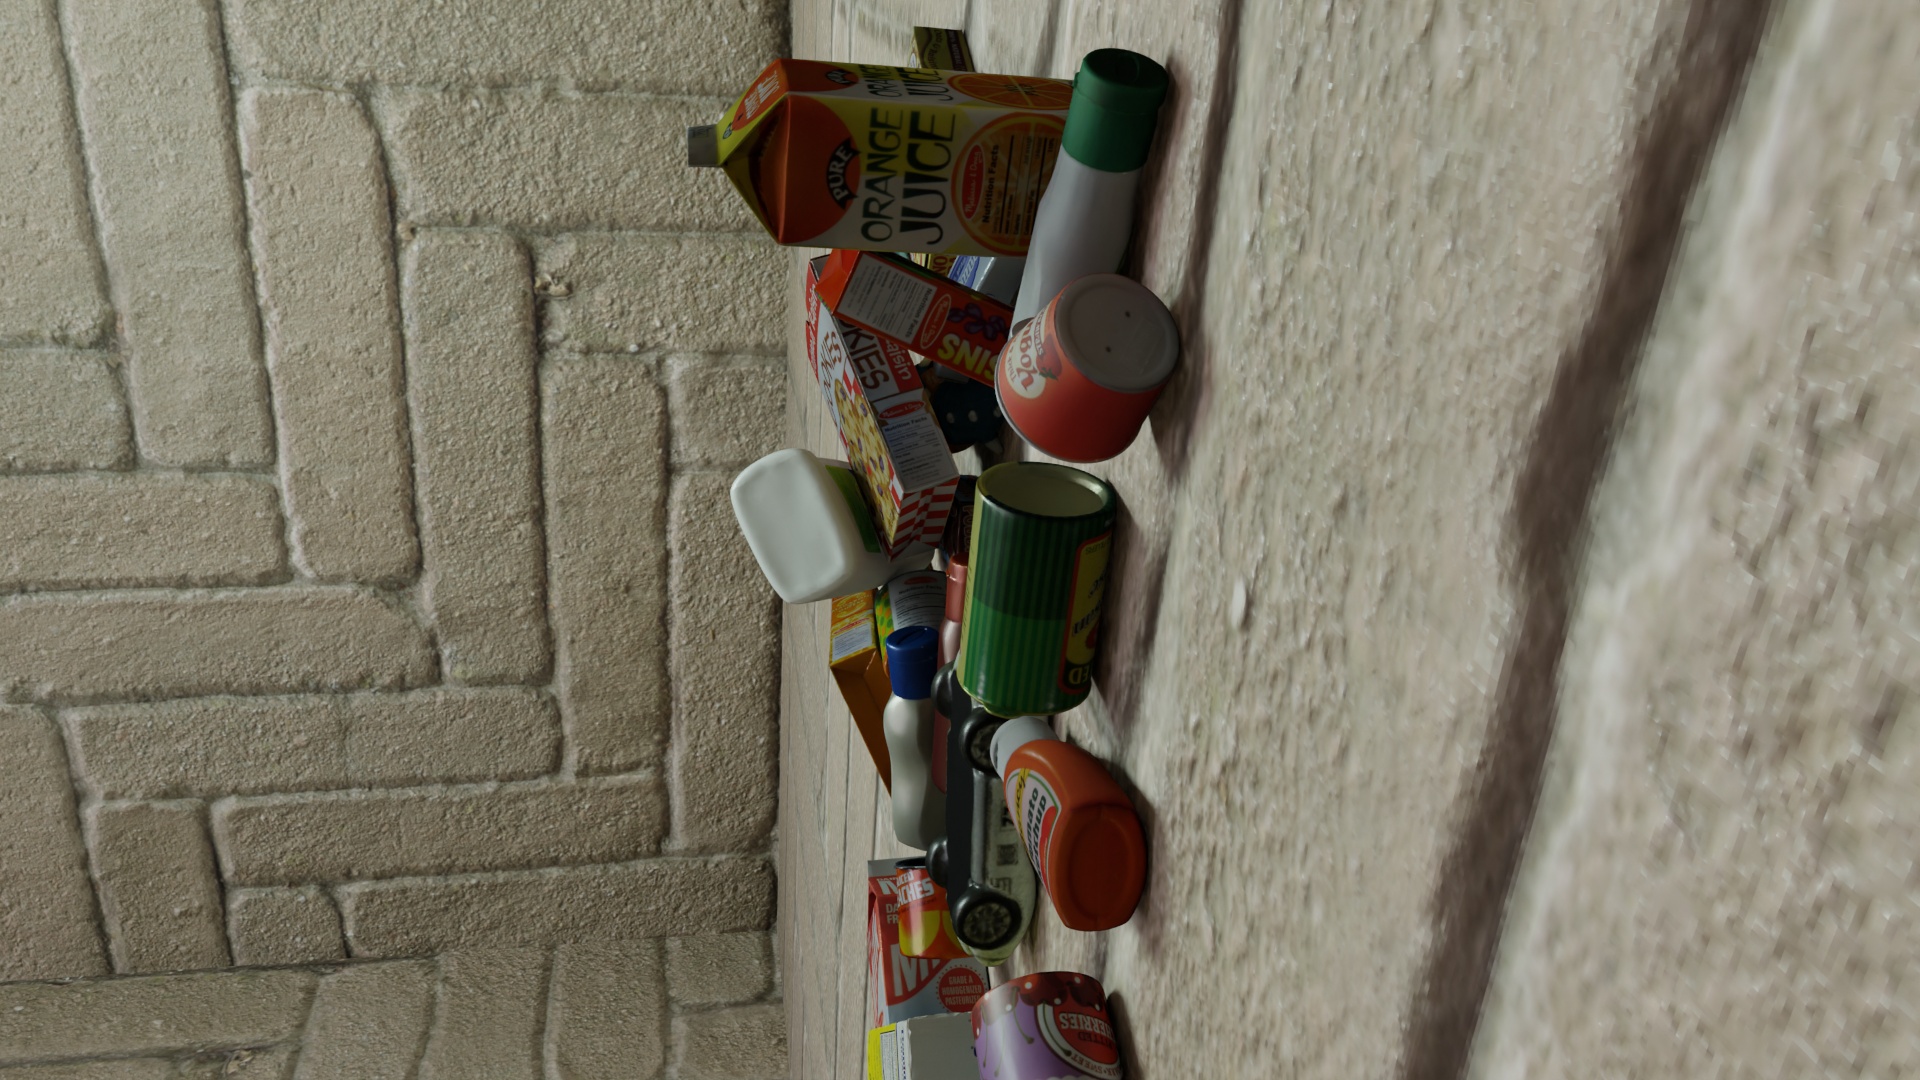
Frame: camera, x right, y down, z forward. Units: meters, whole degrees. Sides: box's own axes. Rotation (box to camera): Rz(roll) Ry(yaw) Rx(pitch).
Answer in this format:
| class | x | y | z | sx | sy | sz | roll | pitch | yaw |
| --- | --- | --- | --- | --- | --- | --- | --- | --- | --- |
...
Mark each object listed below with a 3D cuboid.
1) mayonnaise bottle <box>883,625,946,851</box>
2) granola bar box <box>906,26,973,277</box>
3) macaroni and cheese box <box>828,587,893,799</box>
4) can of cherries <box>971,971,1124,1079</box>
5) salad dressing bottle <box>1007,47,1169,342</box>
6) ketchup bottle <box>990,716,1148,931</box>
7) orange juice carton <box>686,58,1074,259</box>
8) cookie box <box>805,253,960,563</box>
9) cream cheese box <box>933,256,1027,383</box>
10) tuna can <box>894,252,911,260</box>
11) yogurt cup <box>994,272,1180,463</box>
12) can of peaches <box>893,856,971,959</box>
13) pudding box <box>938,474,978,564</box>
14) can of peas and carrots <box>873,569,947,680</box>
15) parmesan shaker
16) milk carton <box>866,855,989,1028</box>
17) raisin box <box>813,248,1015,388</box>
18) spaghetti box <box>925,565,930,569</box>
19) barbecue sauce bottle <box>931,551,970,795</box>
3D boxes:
| class | x | y | z | sx | sy | sz | roll | pitch | yaw |
| --- | --- | --- | --- | --- | --- | --- | --- | --- | --- |
| mayonnaise bottle | -0.023 | 0.130 | 0.931 | 0.041 | 0.065 | 0.147 | 9 | 116 | 36 |
| granola bar box | -0.014 | -0.260 | 0.968 | 0.123 | 0.039 | 0.166 | 101 | 165 | -47 |
| macaroni and cheese box | -0.060 | 0.111 | 1.069 | 0.167 | 0.040 | 0.123 | -107 | -6 | -73 |
| can of cherries | 0.043 | 0.239 | 0.640 | 0.059 | 0.071 | 0.071 | -100 | 15 | -45 |
| salad dressing bottle | 0.054 | -0.138 | 0.606 | 0.064 | 0.044 | 0.146 | -76 | -1 | -46 |
| ketchup bottle | 0.047 | 0.125 | 0.662 | 0.149 | 0.043 | 0.064 | -131 | 42 | -74 |
| orange juice carton | -0.032 | -0.181 | 0.658 | 0.072 | 0.193 | 0.072 | -107 | 21 | -58 |
| cookie box | -0.055 | -0.084 | 0.887 | 0.122 | 0.040 | 0.168 | 107 | 143 | -68 |
| cream cheese box | 0.010 | -0.149 | 0.827 | 0.103 | 0.024 | 0.053 | 121 | 150 | -43 |
| tuna can | -0.037 | -0.188 | 1.027 | 0.071 | 0.033 | 0.071 | 53 | -160 | -29 |
| yogurt cup | 0.054 | -0.072 | 0.566 | 0.053 | 0.072 | 0.072 | 129 | 140 | -61 |
| can of peaches | -0.010 | 0.235 | 0.891 | 0.071 | 0.071 | 0.058 | 145 | 123 | -77 |
| pudding box | 0.003 | -0.011 | 0.916 | 0.084 | 0.030 | 0.049 | -126 | 38 | -71 |
| can of peas and carrots | -0.024 | 0.065 | 0.972 | 0.070 | 0.071 | 0.059 | 100 | 164 | -45 |
| parmesan shaker | 0.035 | 0.023 | 0.653 | 0.071 | 0.071 | 0.102 | -111 | 24 | -61 |
| milk carton | -0.022 | 0.308 | 0.957 | 0.073 | 0.072 | 0.191 | 104 | 161 | -53 |
| raisin box | -0.009 | -0.116 | 0.718 | 0.040 | 0.123 | 0.086 | -64 | 18 | 11 |
| spaghetti box | -0.027 | 0.076 | 1.081 | 0.251 | 0.029 | 0.050 | -109 | 21 | -60 |
| barbecue sauce bottle | 0.007 | 0.082 | 0.868 | 0.065 | 0.044 | 0.148 | -105 | 18 | -74 |
